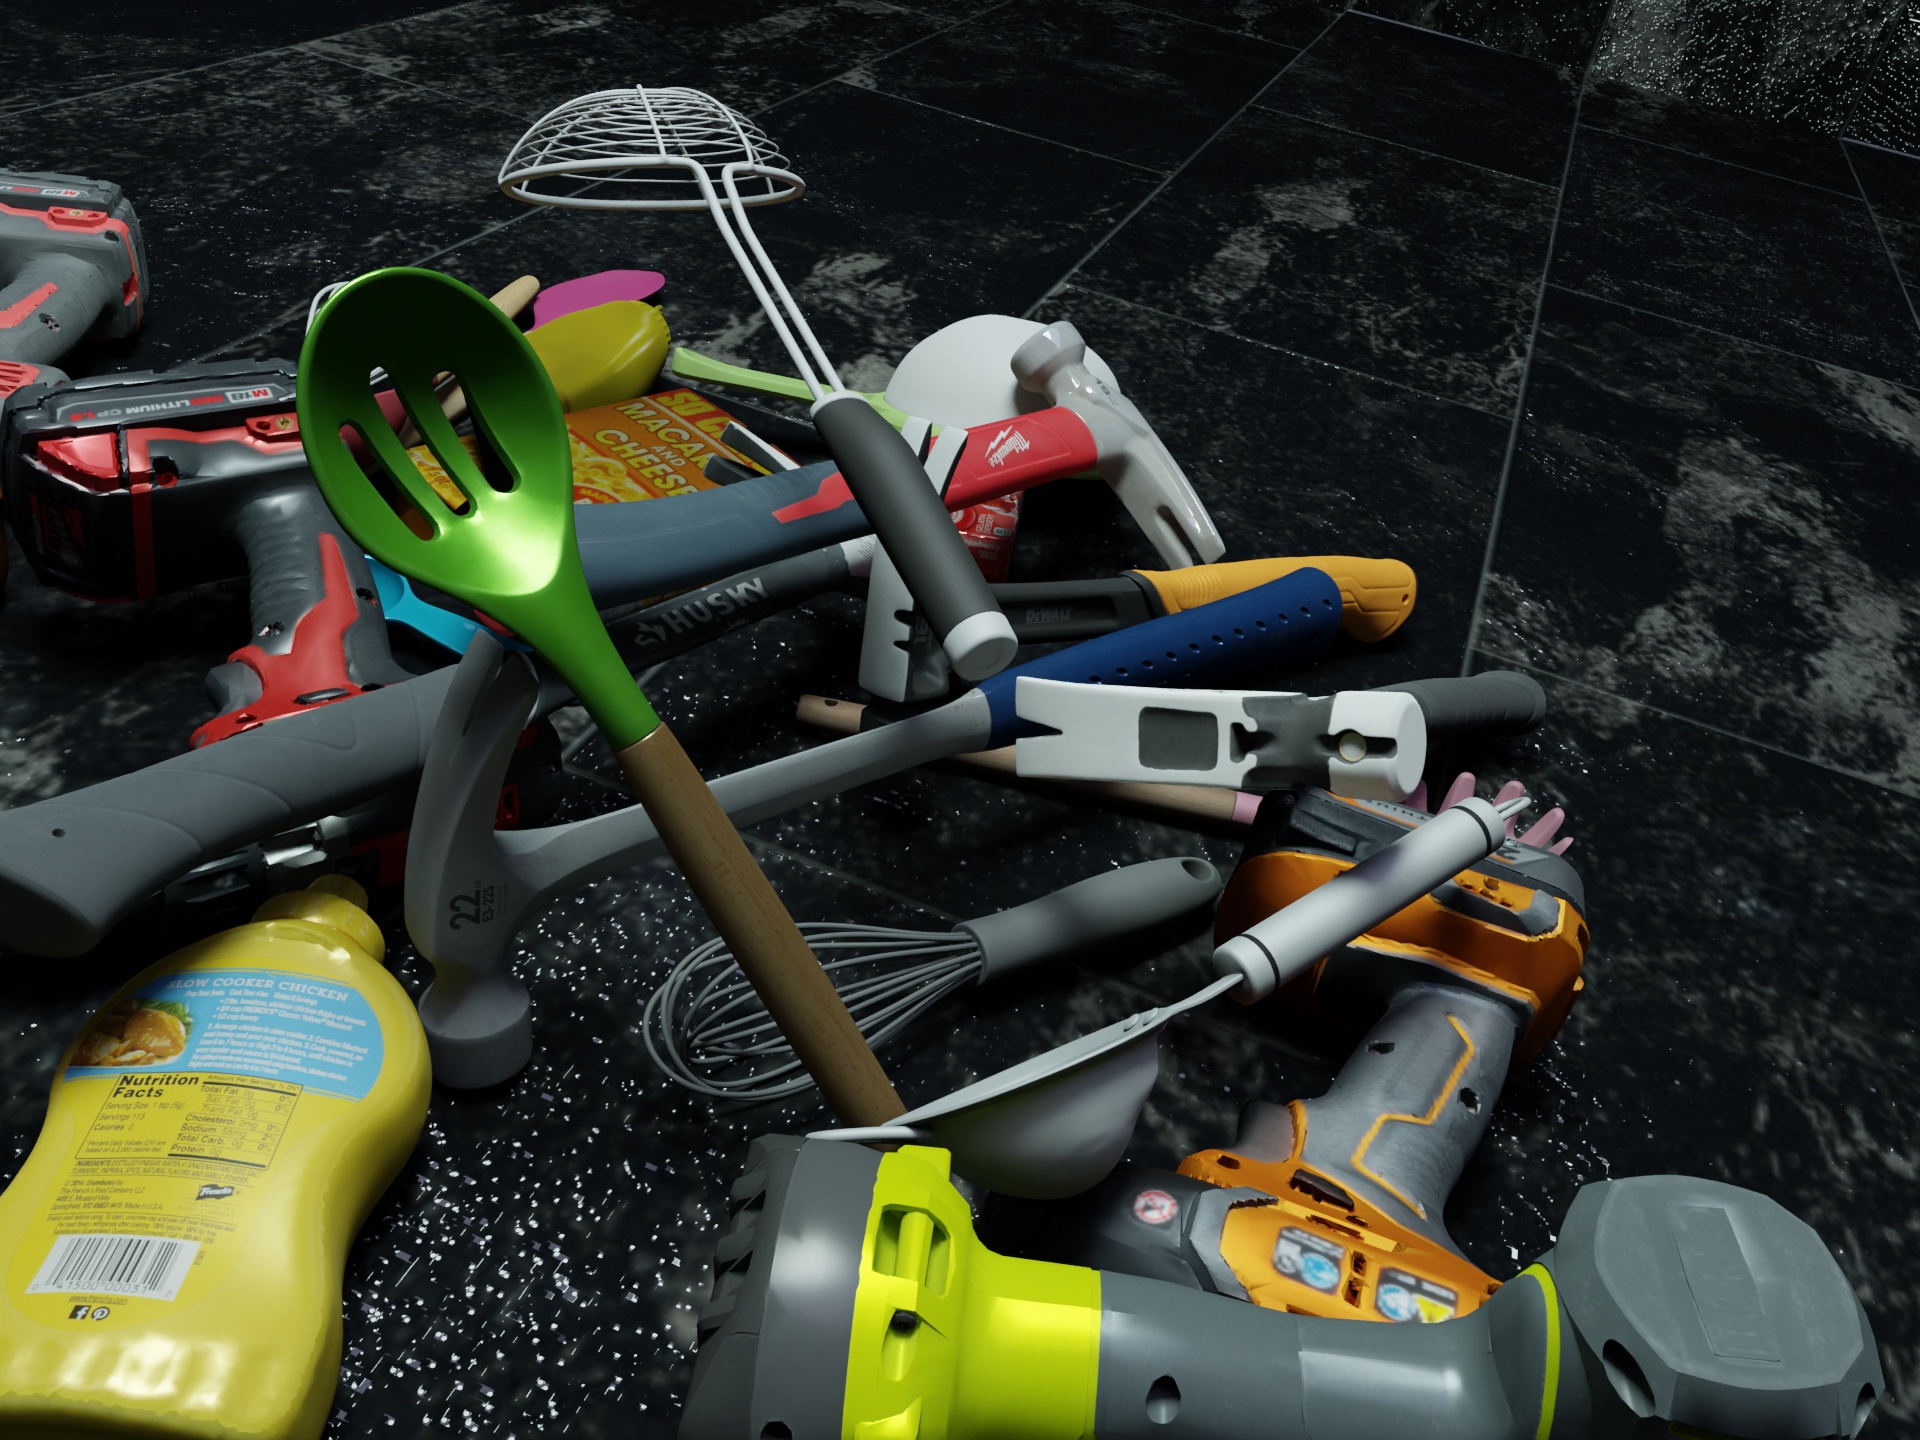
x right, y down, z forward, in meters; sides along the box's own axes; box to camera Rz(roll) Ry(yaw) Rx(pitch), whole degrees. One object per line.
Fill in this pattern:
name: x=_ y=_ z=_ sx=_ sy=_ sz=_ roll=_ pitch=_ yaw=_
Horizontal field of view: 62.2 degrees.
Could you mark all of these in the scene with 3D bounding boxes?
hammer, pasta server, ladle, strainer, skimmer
hammer: x=-0.025 y=-0.082 z=0.652 sx=0.386 sy=0.038 sz=0.143 roll=-25 pitch=78 yaw=-49
pasta server: x=0.087 y=0.024 z=0.655 sx=0.316 sy=0.040 sz=0.060 roll=13 pitch=29 yaw=3
ladle: x=-0.265 y=-0.182 z=0.808 sx=0.069 sy=0.031 sz=0.316 roll=-28 pitch=24 yaw=18
strainer: x=-0.022 y=-0.191 z=0.854 sx=0.256 sy=0.069 sz=0.152 roll=9 pitch=20 yaw=-14
hammer: x=0.098 y=-0.060 z=0.698 sx=0.336 sy=0.127 sz=0.034 roll=-6 pitch=20 yaw=-41
hammer: x=-0.001 y=-0.002 z=0.573 sx=0.405 sy=0.144 sz=0.035 roll=-18 pitch=40 yaw=-36
hammer: x=0.156 y=-0.001 z=0.622 sx=0.146 sy=0.035 sz=0.334 roll=2 pitch=4 yaw=35
hammer: x=-0.142 y=-0.021 z=0.551 sx=0.149 sy=0.036 sz=0.409 roll=43 pitch=34 yaw=12
skimmer: x=-0.076 y=-0.134 z=0.609 sx=0.127 sy=0.090 sz=0.364 roll=-8 pitch=52 yaw=-31
strainer: x=0.077 y=0.077 z=0.457 sx=0.258 sy=0.087 sz=0.050 roll=-26 pitch=83 yaw=-25

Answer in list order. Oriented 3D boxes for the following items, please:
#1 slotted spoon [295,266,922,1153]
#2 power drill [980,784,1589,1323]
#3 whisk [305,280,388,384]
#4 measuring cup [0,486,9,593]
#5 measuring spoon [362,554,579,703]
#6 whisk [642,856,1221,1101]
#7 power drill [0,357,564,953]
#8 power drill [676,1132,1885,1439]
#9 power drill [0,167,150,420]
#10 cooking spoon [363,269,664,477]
slotted spoon: x=-0.075 y=0.027 z=0.429 sx=0.031 sy=0.313 sz=0.070 roll=-11 pitch=24 yaw=51
power drill: x=0.111 y=0.117 z=0.500 sx=0.164 sy=0.084 sz=0.227 roll=18 pitch=39 yaw=11
whisk: x=-0.316 y=-0.156 z=0.779 sx=0.057 sy=0.059 sz=0.247 roll=29 pitch=35 yaw=-21
measuring cup: x=-0.405 y=-0.040 z=0.587 sx=0.095 sy=0.052 sz=0.174 roll=-5 pitch=41 yaw=-23
measuring spoon: x=-0.215 y=-0.031 z=0.665 sx=0.128 sy=0.021 sz=0.042 roll=25 pitch=42 yaw=3
whisk: x=0.002 y=0.080 z=0.551 sx=0.239 sy=0.055 sz=0.055 roll=-11 pitch=41 yaw=-35
power drill: x=-0.270 y=-0.023 z=0.564 sx=0.188 sy=0.080 sz=0.227 roll=-18 pitch=57 yaw=-35
power drill: x=0.059 y=0.168 z=0.352 sx=0.223 sy=0.171 sz=0.080 roll=4 pitch=35 yaw=4
power drill: x=-0.472 y=-0.180 z=0.742 sx=0.143 sy=0.078 sz=0.220 roll=2 pitch=39 yaw=-13
cooking spoon: x=-0.249 y=-0.199 z=0.879 sx=0.069 sy=0.017 sz=0.319 roll=7 pitch=34 yaw=14
